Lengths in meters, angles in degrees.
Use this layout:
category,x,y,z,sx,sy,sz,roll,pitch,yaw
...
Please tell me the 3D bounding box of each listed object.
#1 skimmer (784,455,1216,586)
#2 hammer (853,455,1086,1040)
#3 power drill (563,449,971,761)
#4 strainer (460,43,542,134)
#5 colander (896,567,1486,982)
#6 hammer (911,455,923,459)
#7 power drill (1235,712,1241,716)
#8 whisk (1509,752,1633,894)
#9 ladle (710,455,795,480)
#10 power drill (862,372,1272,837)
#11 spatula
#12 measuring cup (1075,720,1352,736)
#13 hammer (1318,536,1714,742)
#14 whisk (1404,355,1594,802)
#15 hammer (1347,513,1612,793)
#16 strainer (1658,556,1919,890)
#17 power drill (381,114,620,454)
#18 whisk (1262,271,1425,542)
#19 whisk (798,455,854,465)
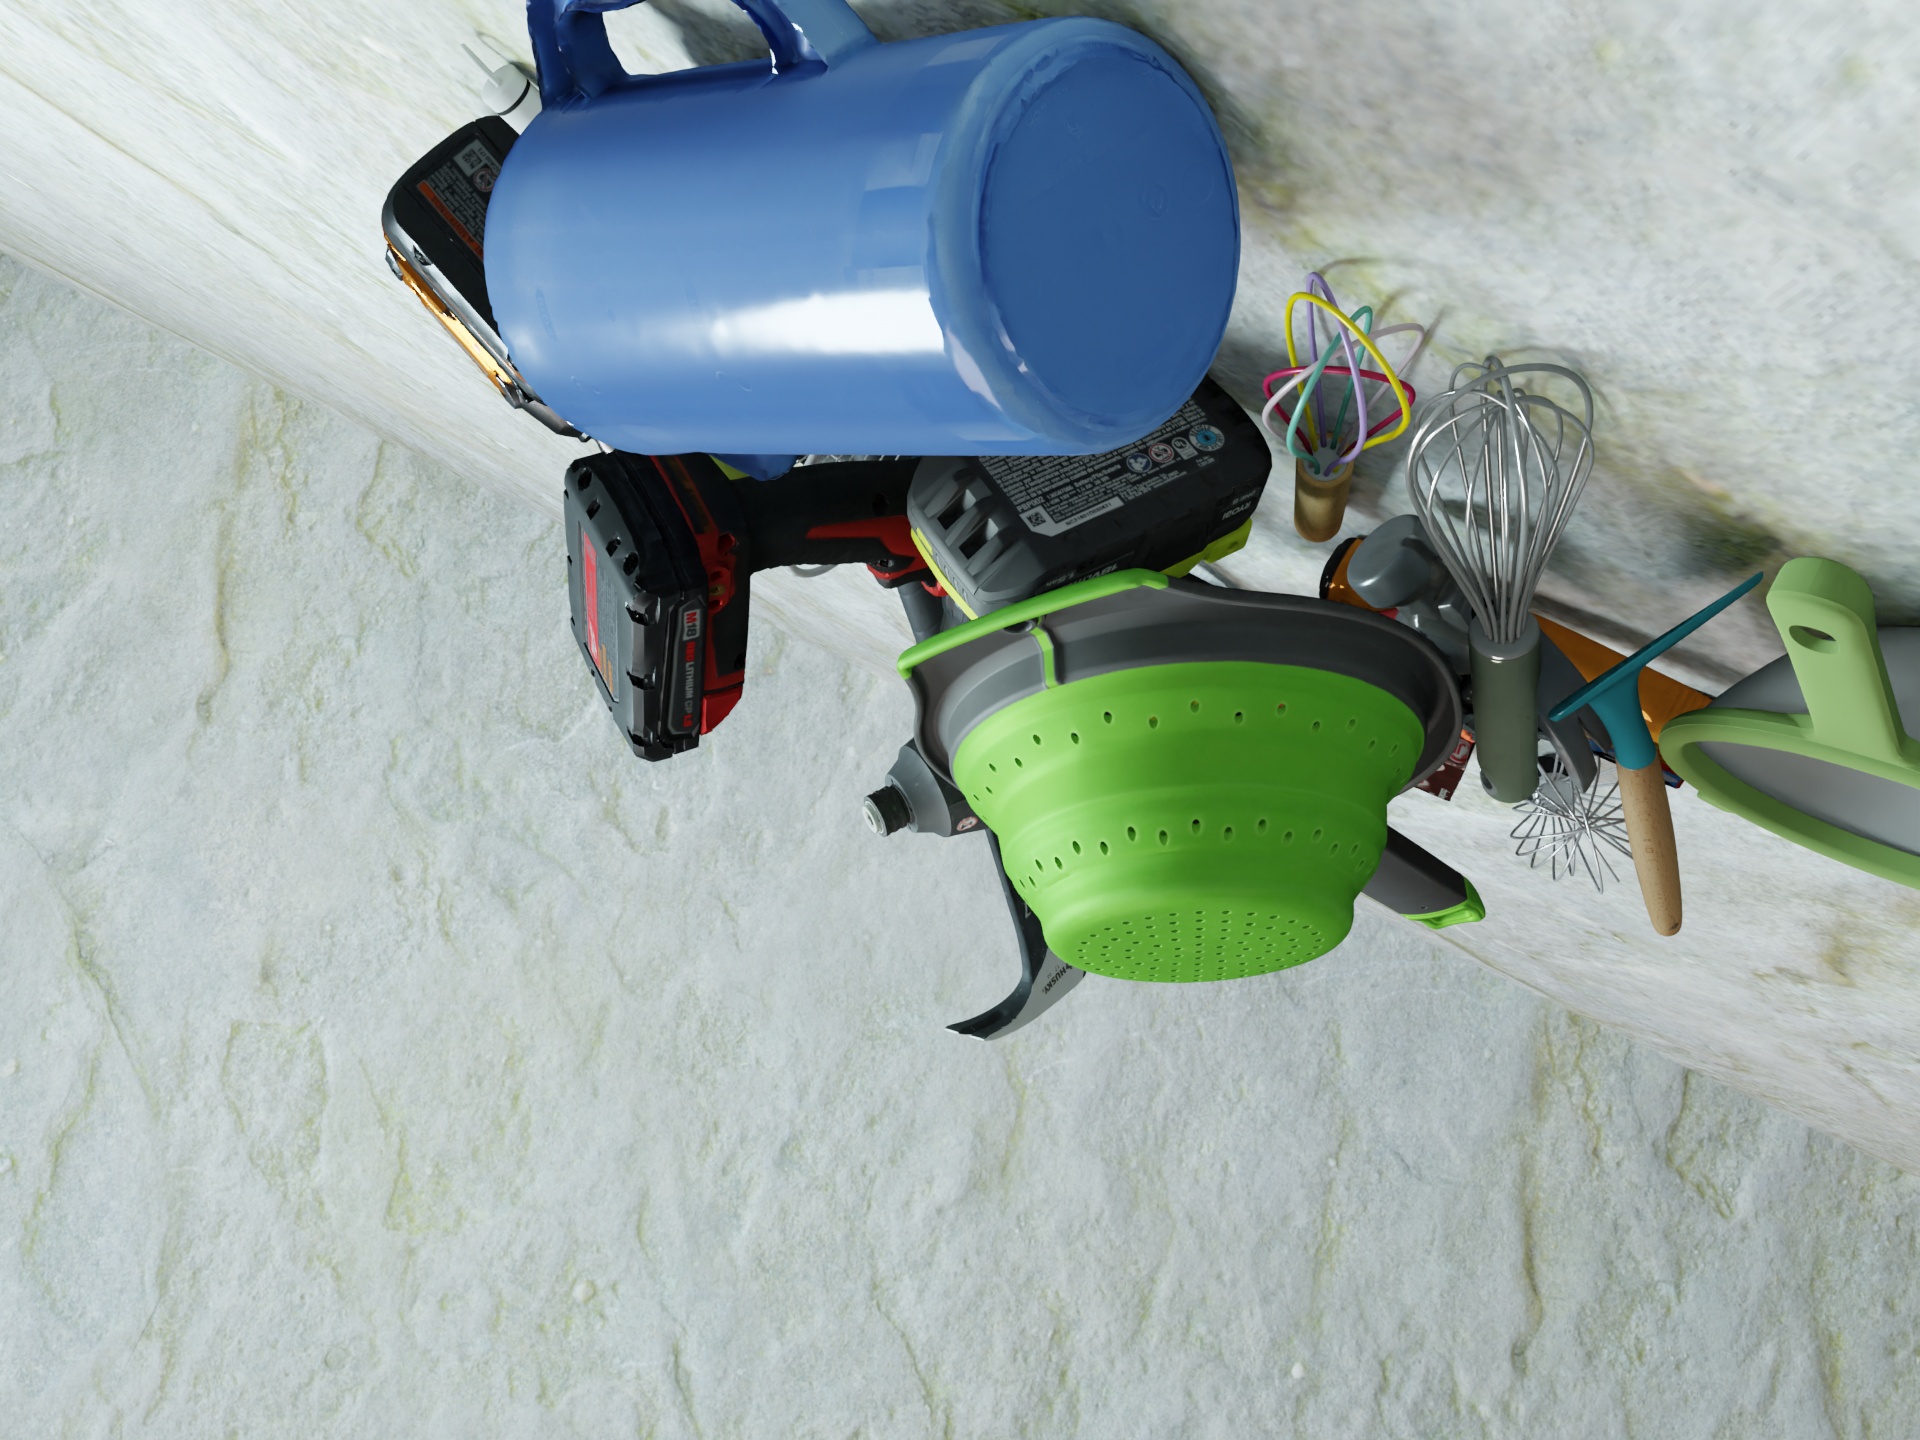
category,x,y,z,sx,sy,sz,roll,pitch,yaw
skimmer,0.054,-0.087,0.822,0.363,0.127,0.090,20,-160,-36
hammer,-0.001,-0.003,0.890,0.036,0.149,0.408,5,124,40
power drill,-0.048,-0.059,0.690,0.080,0.226,0.187,57,153,30
strainer,-0.126,-0.212,0.722,0.258,0.050,0.087,38,-163,-46
colander,0.134,0.066,0.648,0.204,0.095,0.396,-18,150,33
hammer,-0.092,-0.181,0.950,0.331,0.033,0.128,25,175,12
power drill,0.140,-0.009,1.021,0.143,0.078,0.219,56,-176,6
whisk,0.321,0.043,0.852,0.070,0.070,0.284,25,-171,13
ladle,-0.108,-0.150,0.881,0.078,0.062,0.320,22,-174,6
power drill,0.038,-0.035,0.667,0.080,0.171,0.223,54,159,25
spatula,0.285,0.034,0.653,0.044,0.082,0.317,57,-174,39
measuring cup,0.124,-0.001,0.660,0.156,0.029,0.062,0,156,10
hammer,0.306,-0.001,0.662,0.337,0.034,0.127,28,161,22
whisk,0.192,-0.037,0.561,0.246,0.059,0.058,60,-167,-53
hammer,0.141,-0.016,0.806,0.143,0.038,0.386,40,161,-18
strainer,0.292,-0.011,0.493,0.152,0.069,0.256,22,173,41
power drill,-0.218,-0.207,0.814,0.164,0.084,0.226,49,170,-17
whisk,0.134,-0.097,0.575,0.047,0.051,0.245,19,177,12
whisk,-0.012,-0.131,1.023,0.239,0.055,0.055,29,177,19
